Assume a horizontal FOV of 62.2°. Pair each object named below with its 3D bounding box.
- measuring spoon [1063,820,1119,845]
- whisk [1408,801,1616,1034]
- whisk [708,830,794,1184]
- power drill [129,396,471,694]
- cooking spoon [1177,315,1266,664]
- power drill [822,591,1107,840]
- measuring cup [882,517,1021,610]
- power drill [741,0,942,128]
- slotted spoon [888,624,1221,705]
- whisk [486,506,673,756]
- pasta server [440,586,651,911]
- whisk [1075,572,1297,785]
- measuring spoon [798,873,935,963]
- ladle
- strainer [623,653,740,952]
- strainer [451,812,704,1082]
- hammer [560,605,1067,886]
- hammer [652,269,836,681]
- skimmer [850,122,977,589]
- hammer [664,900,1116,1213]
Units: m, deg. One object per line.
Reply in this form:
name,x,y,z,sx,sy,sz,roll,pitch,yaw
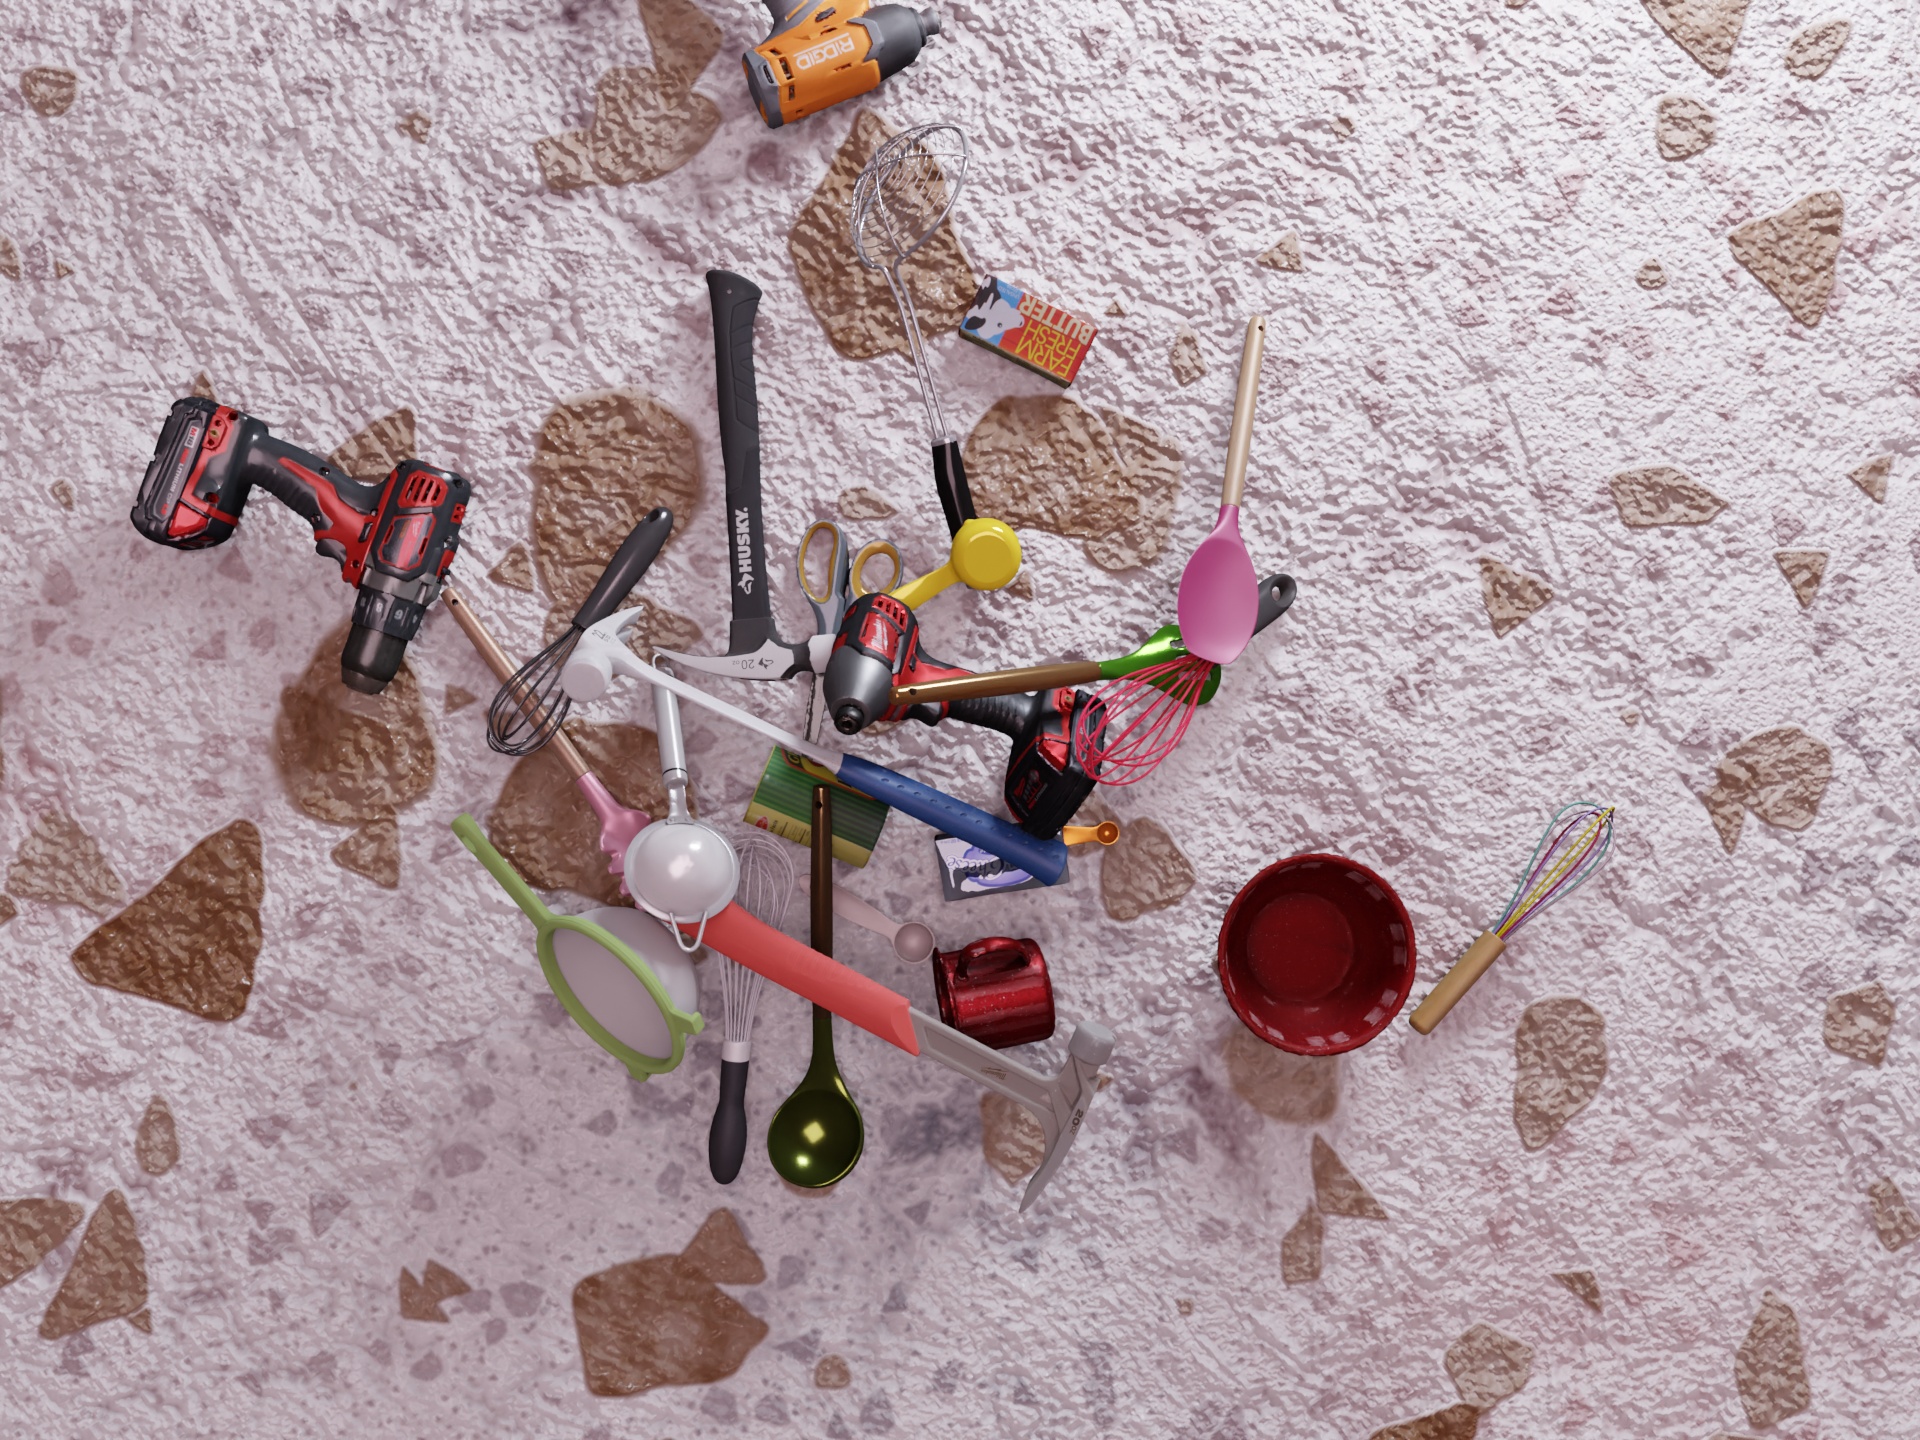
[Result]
measuring spoon,0.072,0.095,1.302,0.117,0.011,0.021,-4,96,0
whisk,0.453,0.161,1.305,0.051,0.047,0.245,42,90,-3
whisk,-0.174,0.229,1.262,0.070,0.070,0.284,5,93,-3
power drill,-0.516,-0.138,1.243,0.226,0.080,0.188,19,88,-6
cooking spoon,0.217,-0.189,1.260,0.068,0.017,0.319,18,67,-15
power drill,-0.002,-0.004,1.224,0.219,0.143,0.078,27,127,-10
measuring cup,-0.022,-0.106,1.267,0.156,0.029,0.062,-30,105,3
power drill,-0.123,-0.610,1.275,0.164,0.084,0.226,-23,94,-4
slotted spoon,0.084,-0.033,1.222,0.313,0.031,0.070,-7,75,-31
whisk,-0.295,-0.072,1.252,0.055,0.055,0.239,32,74,-2
pasta server,-0.317,0.022,1.267,0.060,0.040,0.316,-36,90,-14
whisk,0.180,-0.040,1.230,0.296,0.073,0.073,-39,91,-36
measuring spoon,-0.076,0.158,1.291,0.124,0.018,0.034,29,89,5
ladle,-0.111,0.208,1.233,0.078,0.062,0.320,3,102,12
strainer,-0.219,0.051,1.218,0.087,0.050,0.259,0,55,-20
strainer,-0.288,0.158,1.238,0.256,0.151,0.069,48,51,2
hammer,-0.102,0.025,1.215,0.405,0.144,0.035,26,109,-12
hammer,-0.181,-0.197,1.277,0.146,0.035,0.335,-5,86,4
skimmer,-0.008,-0.291,1.281,0.090,0.127,0.363,-24,104,-40
hammer,-0.072,0.222,1.193,0.359,0.036,0.149,26,99,8
